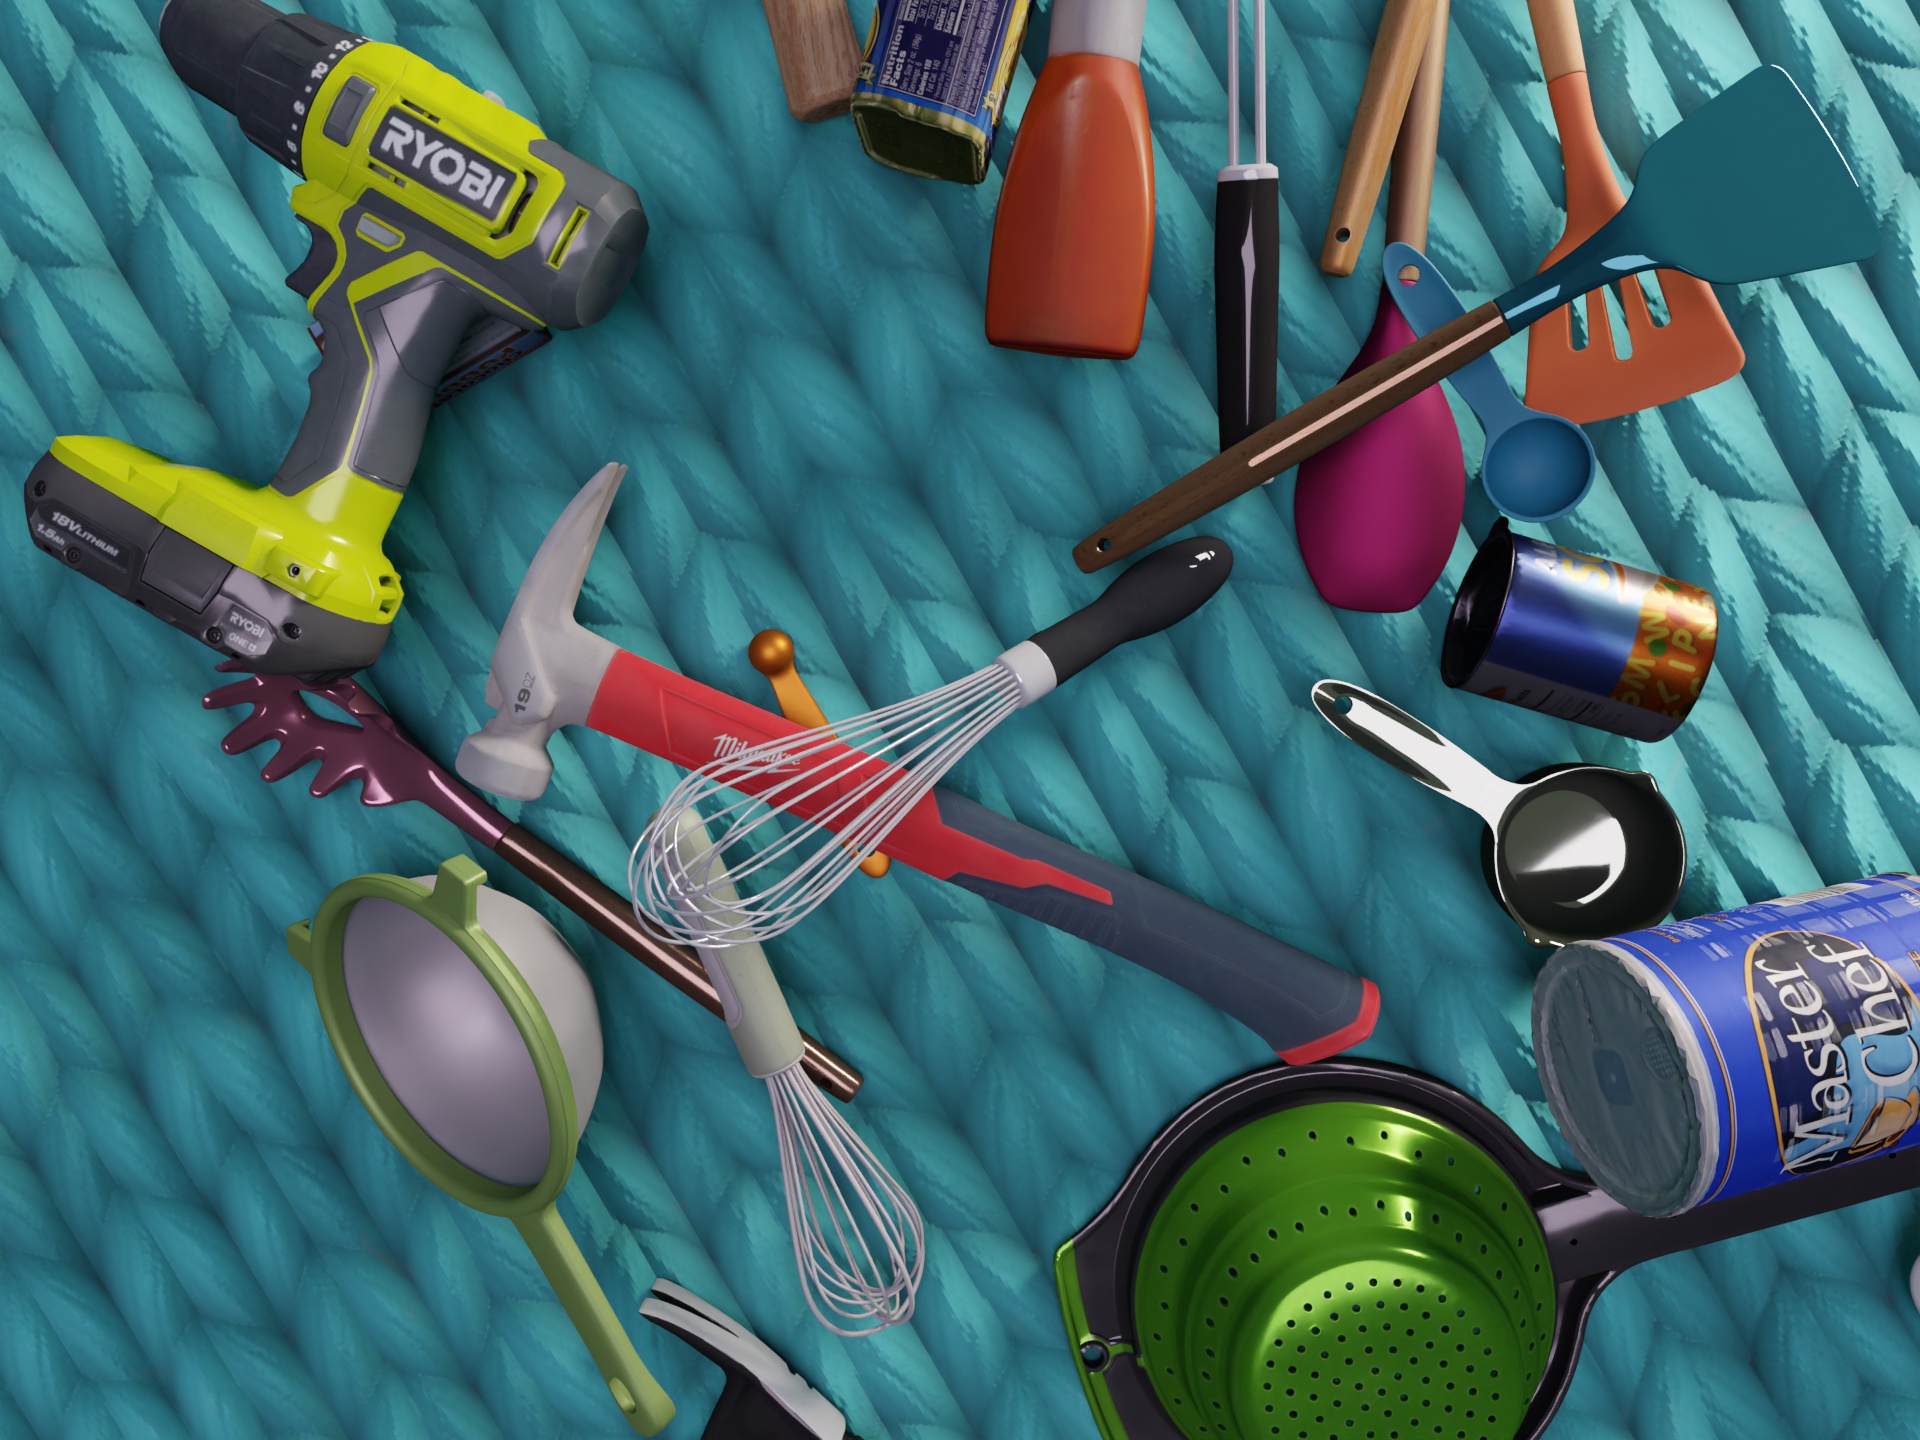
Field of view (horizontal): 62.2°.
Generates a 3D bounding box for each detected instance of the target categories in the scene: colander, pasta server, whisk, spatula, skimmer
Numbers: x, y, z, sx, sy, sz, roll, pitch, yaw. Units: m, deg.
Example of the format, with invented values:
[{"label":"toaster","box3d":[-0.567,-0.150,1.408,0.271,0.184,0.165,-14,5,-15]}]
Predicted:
[{"label":"colander","box3d":[0.237,0.224,0.635,0.397,0.094,0.204,-17,93,4]},{"label":"pasta server","box3d":[-0.174,0.069,0.670,0.316,0.040,0.060,36,124,-2]},{"label":"whisk","box3d":[-0.001,-0.003,0.604,0.284,0.070,0.070,-32,93,-23]},{"label":"spatula","box3d":[0.233,-0.278,0.625,0.081,0.041,0.322,-12,92,28]},{"label":"whisk","box3d":[-0.072,0.145,0.646,0.059,0.058,0.246,-30,106,-30]},{"label":"skimmer","box3d":[0.121,-0.280,0.634,0.127,0.090,0.363,3,106,21]},{"label":"spatula","box3d":[0.184,-0.137,0.610,0.317,0.044,0.082,-29,85,16]}]

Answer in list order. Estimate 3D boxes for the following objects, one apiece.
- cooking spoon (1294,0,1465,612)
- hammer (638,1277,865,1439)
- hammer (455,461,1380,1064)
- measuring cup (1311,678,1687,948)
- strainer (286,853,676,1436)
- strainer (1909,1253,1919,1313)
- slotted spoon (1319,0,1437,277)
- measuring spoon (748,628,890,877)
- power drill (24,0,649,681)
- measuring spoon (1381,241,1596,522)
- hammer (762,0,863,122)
[{"label":"cooking spoon","box3d":[0.181,-0.203,0.644,0.069,0.017,0.319,5,94,7]},{"label":"hammer","box3d":[-0.192,0.401,0.697,0.127,0.034,0.337,43,95,-2]},{"label":"hammer","box3d":[-0.003,0.032,0.652,0.386,0.038,0.143,23,97,-2]},{"label":"measuring cup","box3d":[0.214,0.030,0.652,0.167,0.038,0.083,32,95,2]},{"label":"strainer","box3d":[-0.166,0.166,0.651,0.151,0.069,0.256,-21,99,42]},{"label":"strainer","box3d":[0.423,0.175,0.610,0.087,0.050,0.258,4,129,25]},{"label":"slotted spoon","box3d":[0.190,-0.327,0.612,0.070,0.031,0.313,18,98,18]},{"label":"measuring spoon","box3d":[-0.059,0.015,0.674,0.021,0.011,0.117,-26,93,4]},{"label":"power drill","box3d":[-0.253,-0.149,0.608,0.190,0.080,0.228,29,94,0]},{"label":"measuring spoon","box3d":[0.206,-0.135,0.630,0.042,0.021,0.129,-34,79,22]},{"label":"hammer","box3d":[-0.095,-0.407,0.635,0.130,0.031,0.331,-16,94,4]}]
